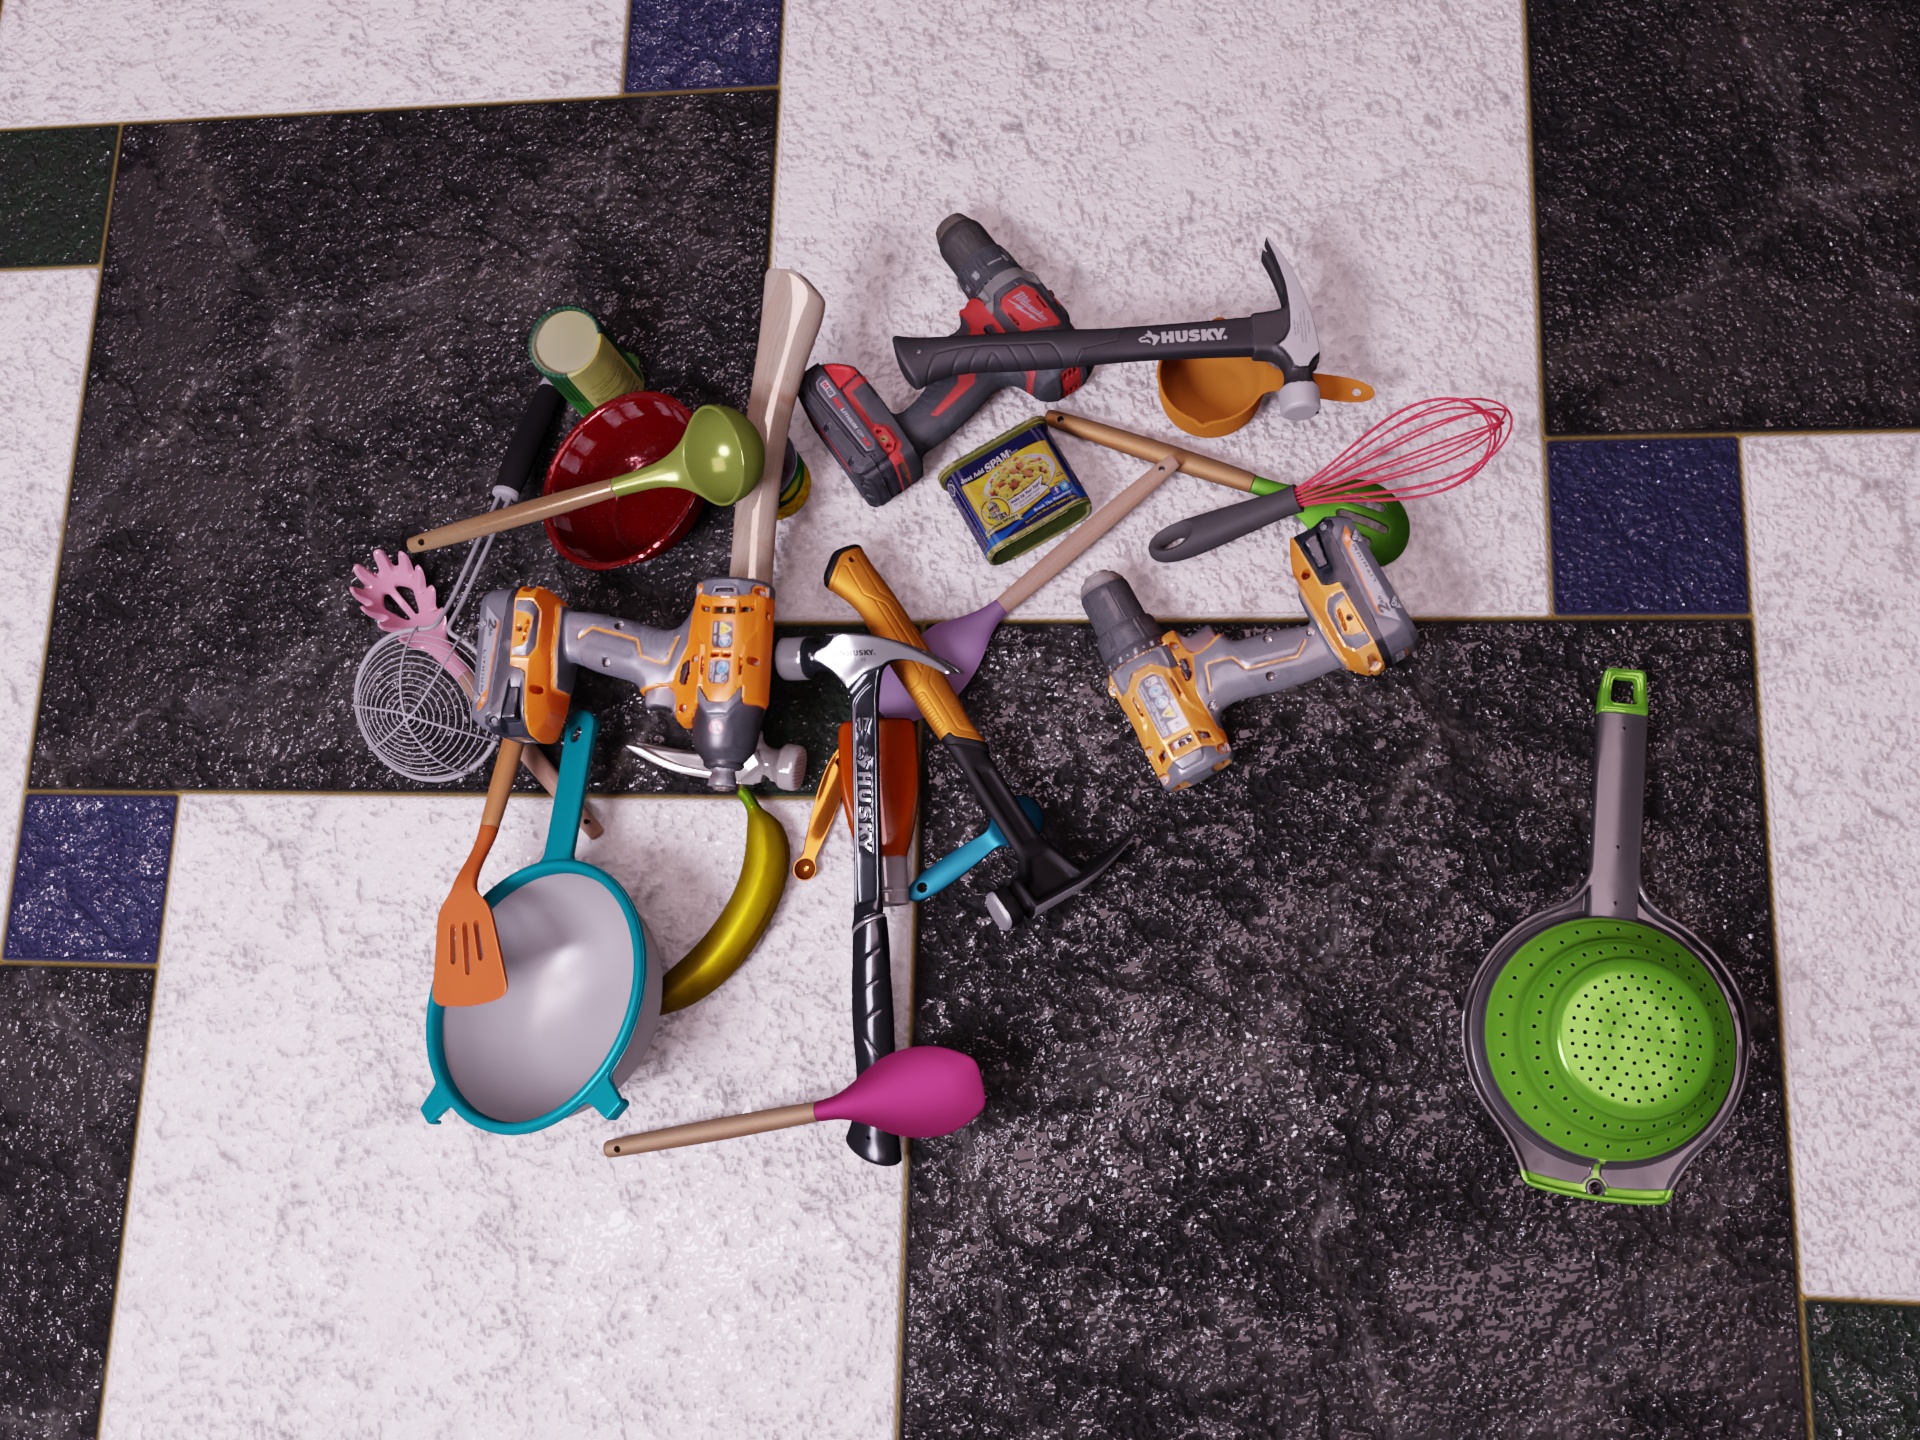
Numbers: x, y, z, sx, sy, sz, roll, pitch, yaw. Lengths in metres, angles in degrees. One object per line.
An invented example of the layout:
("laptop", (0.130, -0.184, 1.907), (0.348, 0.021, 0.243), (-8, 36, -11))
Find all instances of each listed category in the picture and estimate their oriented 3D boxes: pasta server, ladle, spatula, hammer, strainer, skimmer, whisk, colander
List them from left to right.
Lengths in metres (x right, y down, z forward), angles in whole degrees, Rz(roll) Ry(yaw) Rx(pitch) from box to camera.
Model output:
("pasta server", (-0.404, -0.020, 1.342), (0.060, 0.040, 0.316), (-40, 77, -14))
("skimmer", (-0.401, -0.126, 1.345), (0.127, 0.090, 0.363), (13, 64, 4))
("spatula", (-0.366, 0.069, 1.278), (0.081, 0.041, 0.323), (-12, 55, 30))
("ladle", (-0.303, -0.178, 1.259), (0.320, 0.062, 0.078), (-13, 95, 13))
("strainer", (-0.302, 0.163, 1.265), (0.211, 0.095, 0.341), (-9, 63, 26))
("hammer", (-0.175, -0.155, 1.283), (0.146, 0.038, 0.410), (9, 96, 10))
("hammer", (-0.065, 0.136, 1.222), (0.149, 0.036, 0.409), (-2, 91, 22))
("hammer", (-0.002, -0.004, 1.261), (0.127, 0.034, 0.337), (-28, 75, -21))
("spatula", (0.055, -0.108, 1.299), (0.316, 0.018, 0.060), (-41, 81, 3))
("hammer", (0.113, -0.302, 1.264), (0.335, 0.035, 0.146), (-3, 76, 2))
("whisk", (0.281, -0.180, 1.234), (0.296, 0.073, 0.073), (-19, 76, 26))
("colander", (0.481, 0.148, 1.154), (0.204, 0.094, 0.397), (6, 80, 9))

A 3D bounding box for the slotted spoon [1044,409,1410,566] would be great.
("slotted spoon", (0.214, -0.199, 1.298), (0.314, 0.031, 0.070), (21, 90, 13))

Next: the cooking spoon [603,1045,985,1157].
("cooking spoon", (-0.133, 0.304, 1.219), (0.319, 0.017, 0.069), (-14, 88, 16))

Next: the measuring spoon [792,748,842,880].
("measuring spoon", (-0.110, 0.076, 1.297), (0.021, 0.011, 0.117), (15, 78, 12))

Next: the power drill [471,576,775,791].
("power drill", (-0.258, -0.028, 1.240), (0.226, 0.084, 0.164), (0, 81, 10))

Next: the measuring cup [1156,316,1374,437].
("measuring cup", (0.246, -0.269, 1.295), (0.173, 0.052, 0.095), (9, 80, 8))

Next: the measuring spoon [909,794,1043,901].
("measuring spoon", (0.009, 0.104, 1.266), (0.128, 0.021, 0.042), (-35, 76, -1))

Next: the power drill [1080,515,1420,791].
("power drill", (0.216, -0.074, 1.240), (0.226, 0.084, 0.185), (-30, 76, 11))

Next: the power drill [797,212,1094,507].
("power drill", (-0.025, -0.306, 1.329), (0.226, 0.080, 0.188), (-34, 74, -3))
